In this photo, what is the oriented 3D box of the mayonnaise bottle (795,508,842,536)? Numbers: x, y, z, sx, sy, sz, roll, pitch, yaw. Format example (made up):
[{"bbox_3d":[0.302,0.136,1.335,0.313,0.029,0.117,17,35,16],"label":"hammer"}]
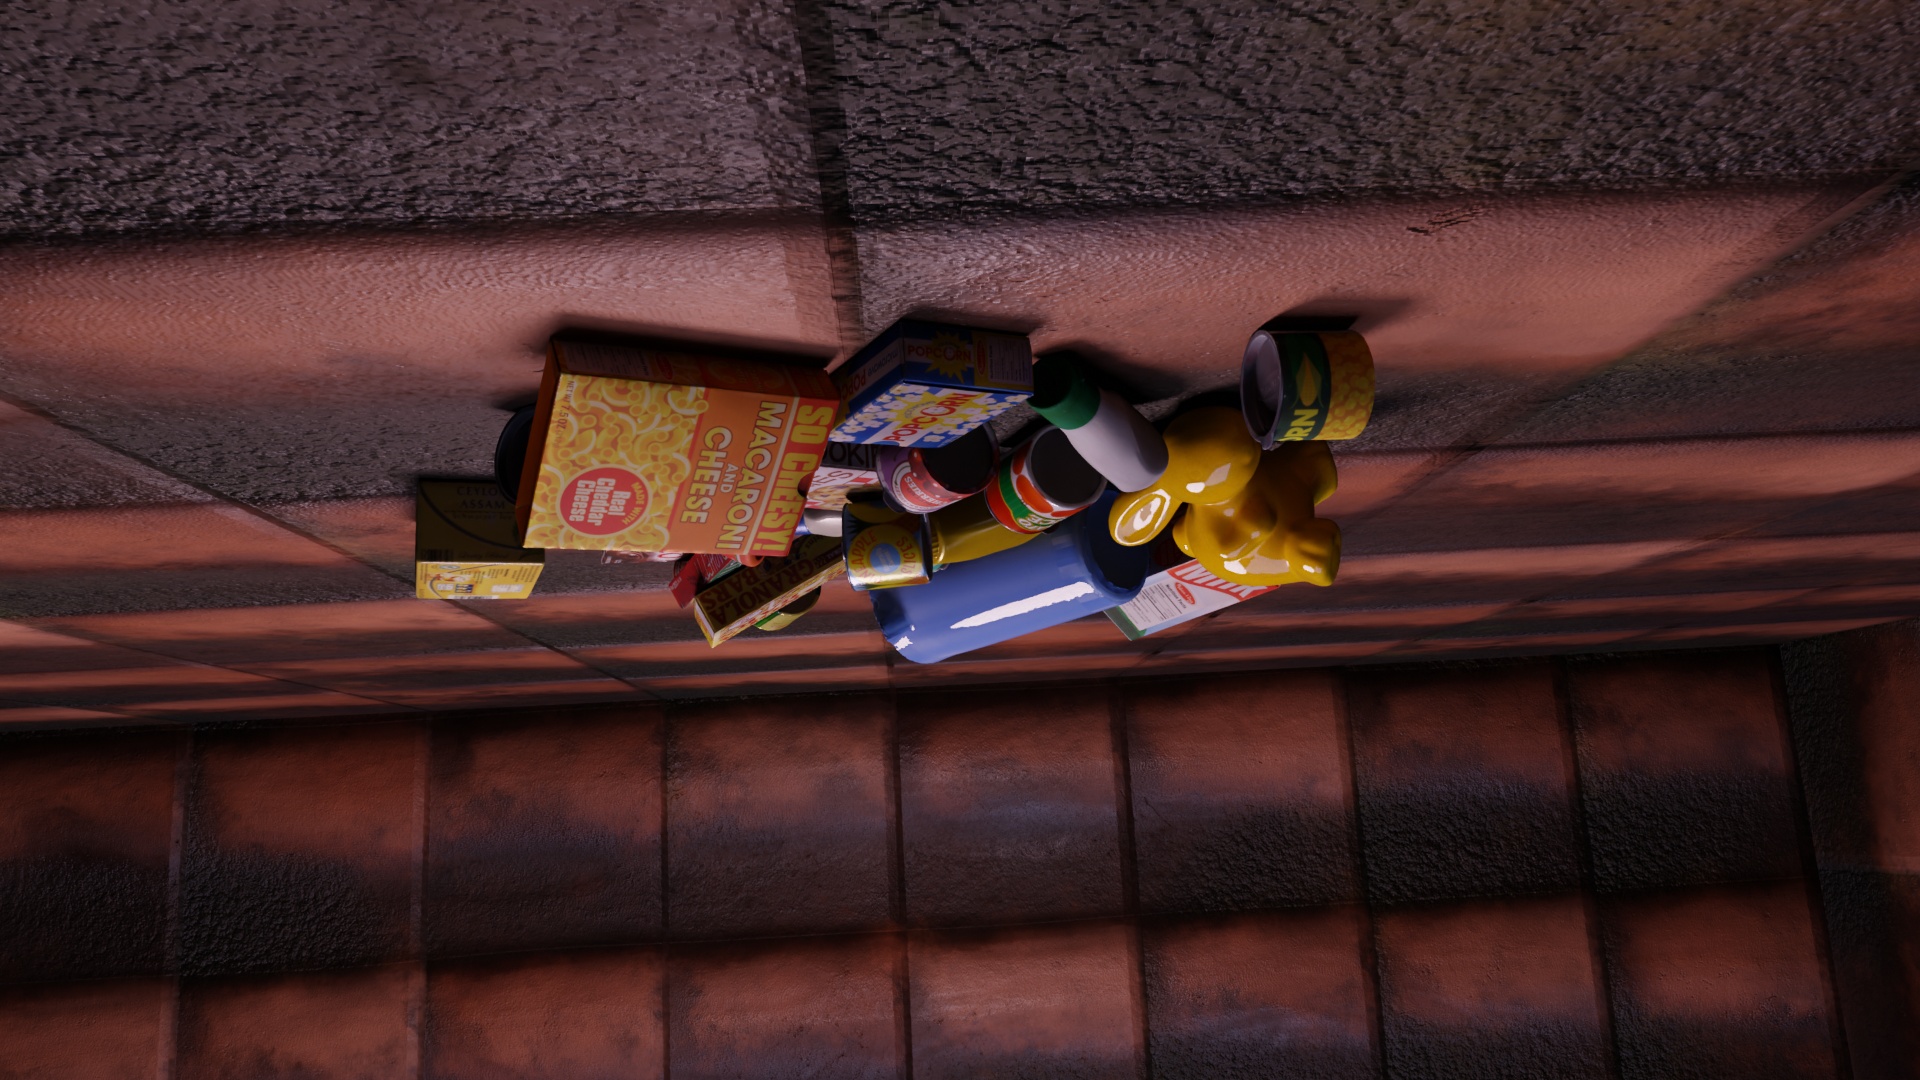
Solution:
[{"bbox_3d":[-0.089,-0.027,1.146,0.148,0.041,0.064,-4,162,13],"label":"mayonnaise bottle"}]

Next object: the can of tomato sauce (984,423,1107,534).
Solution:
[{"bbox_3d":[0.064,-0.044,1.022,0.071,0.071,0.083,1,168,-20],"label":"can of tomato sauce"}]

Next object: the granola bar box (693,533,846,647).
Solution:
[{"bbox_3d":[-0.158,0.032,1.240,0.166,0.039,0.124,-30,177,-15],"label":"granola bar box"}]

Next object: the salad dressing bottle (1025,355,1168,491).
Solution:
[{"bbox_3d":[0.088,-0.076,0.900,0.044,0.064,0.147,-28,152,20],"label":"salad dressing bottle"}]

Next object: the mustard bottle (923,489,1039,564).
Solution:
[{"bbox_3d":[0.004,-0.014,1.097,0.161,0.049,0.065,-18,153,-30],"label":"mustard bottle"}]

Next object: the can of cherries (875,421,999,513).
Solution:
[{"bbox_3d":[-0.016,-0.054,0.943,0.071,0.071,0.058,4,166,-34],"label":"can of cherries"}]

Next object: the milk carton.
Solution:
[{"bbox_3d":[0.217,0.014,1.241,0.190,0.073,0.073,-22,130,26],"label":"milk carton"}]

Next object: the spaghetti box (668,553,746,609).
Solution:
[{"bbox_3d":[-0.193,0.009,1.160,0.050,0.028,0.249,-31,178,-28],"label":"spaghetti box"}]

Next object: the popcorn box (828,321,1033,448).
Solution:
[{"bbox_3d":[-0.023,-0.091,0.838,0.085,0.038,0.126,1,168,-27],"label":"popcorn box"}]

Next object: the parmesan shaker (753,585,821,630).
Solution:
[{"bbox_3d":[-0.189,0.054,1.474,0.071,0.071,0.103,1,167,-20],"label":"parmesan shaker"}]

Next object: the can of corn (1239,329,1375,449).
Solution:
[{"bbox_3d":[0.205,-0.089,0.822,0.058,0.071,0.071,-2,169,-9],"label":"can of corn"}]

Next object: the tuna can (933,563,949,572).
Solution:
[{"bbox_3d":[-0.036,-0.004,1.197,0.033,0.071,0.071,6,166,-36],"label":"tuna can"}]

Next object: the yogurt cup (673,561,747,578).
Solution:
[{"bbox_3d":[-0.241,0.030,1.338,0.072,0.072,0.054,4,174,-33],"label":"yogurt cup"}]

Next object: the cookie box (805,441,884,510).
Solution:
[{"bbox_3d":[-0.088,-0.053,1.008,0.168,0.040,0.122,4,167,-33],"label":"cookie box"}]

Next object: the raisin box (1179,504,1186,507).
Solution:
[{"bbox_3d":[0.248,-0.011,1.325,0.123,0.040,0.086,-5,169,4],"label":"raisin box"}]

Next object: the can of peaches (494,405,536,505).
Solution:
[{"bbox_3d":[-0.257,-0.051,0.905,0.071,0.071,0.058,-10,167,32],"label":"can of peaches"}]

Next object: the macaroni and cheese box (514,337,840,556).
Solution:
[{"bbox_3d":[-0.168,-0.050,0.826,0.167,0.040,0.123,3,127,-29],"label":"macaroni and cheese box"}]

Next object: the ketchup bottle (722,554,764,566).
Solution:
[{"bbox_3d":[-0.203,-0.029,0.964,0.149,0.043,0.064,22,174,3],"label":"ketchup bottle"}]

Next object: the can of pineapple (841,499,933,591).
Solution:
[{"bbox_3d":[-0.053,0.003,1.021,0.058,0.071,0.071,-6,168,5],"label":"can of pineapple"}]
